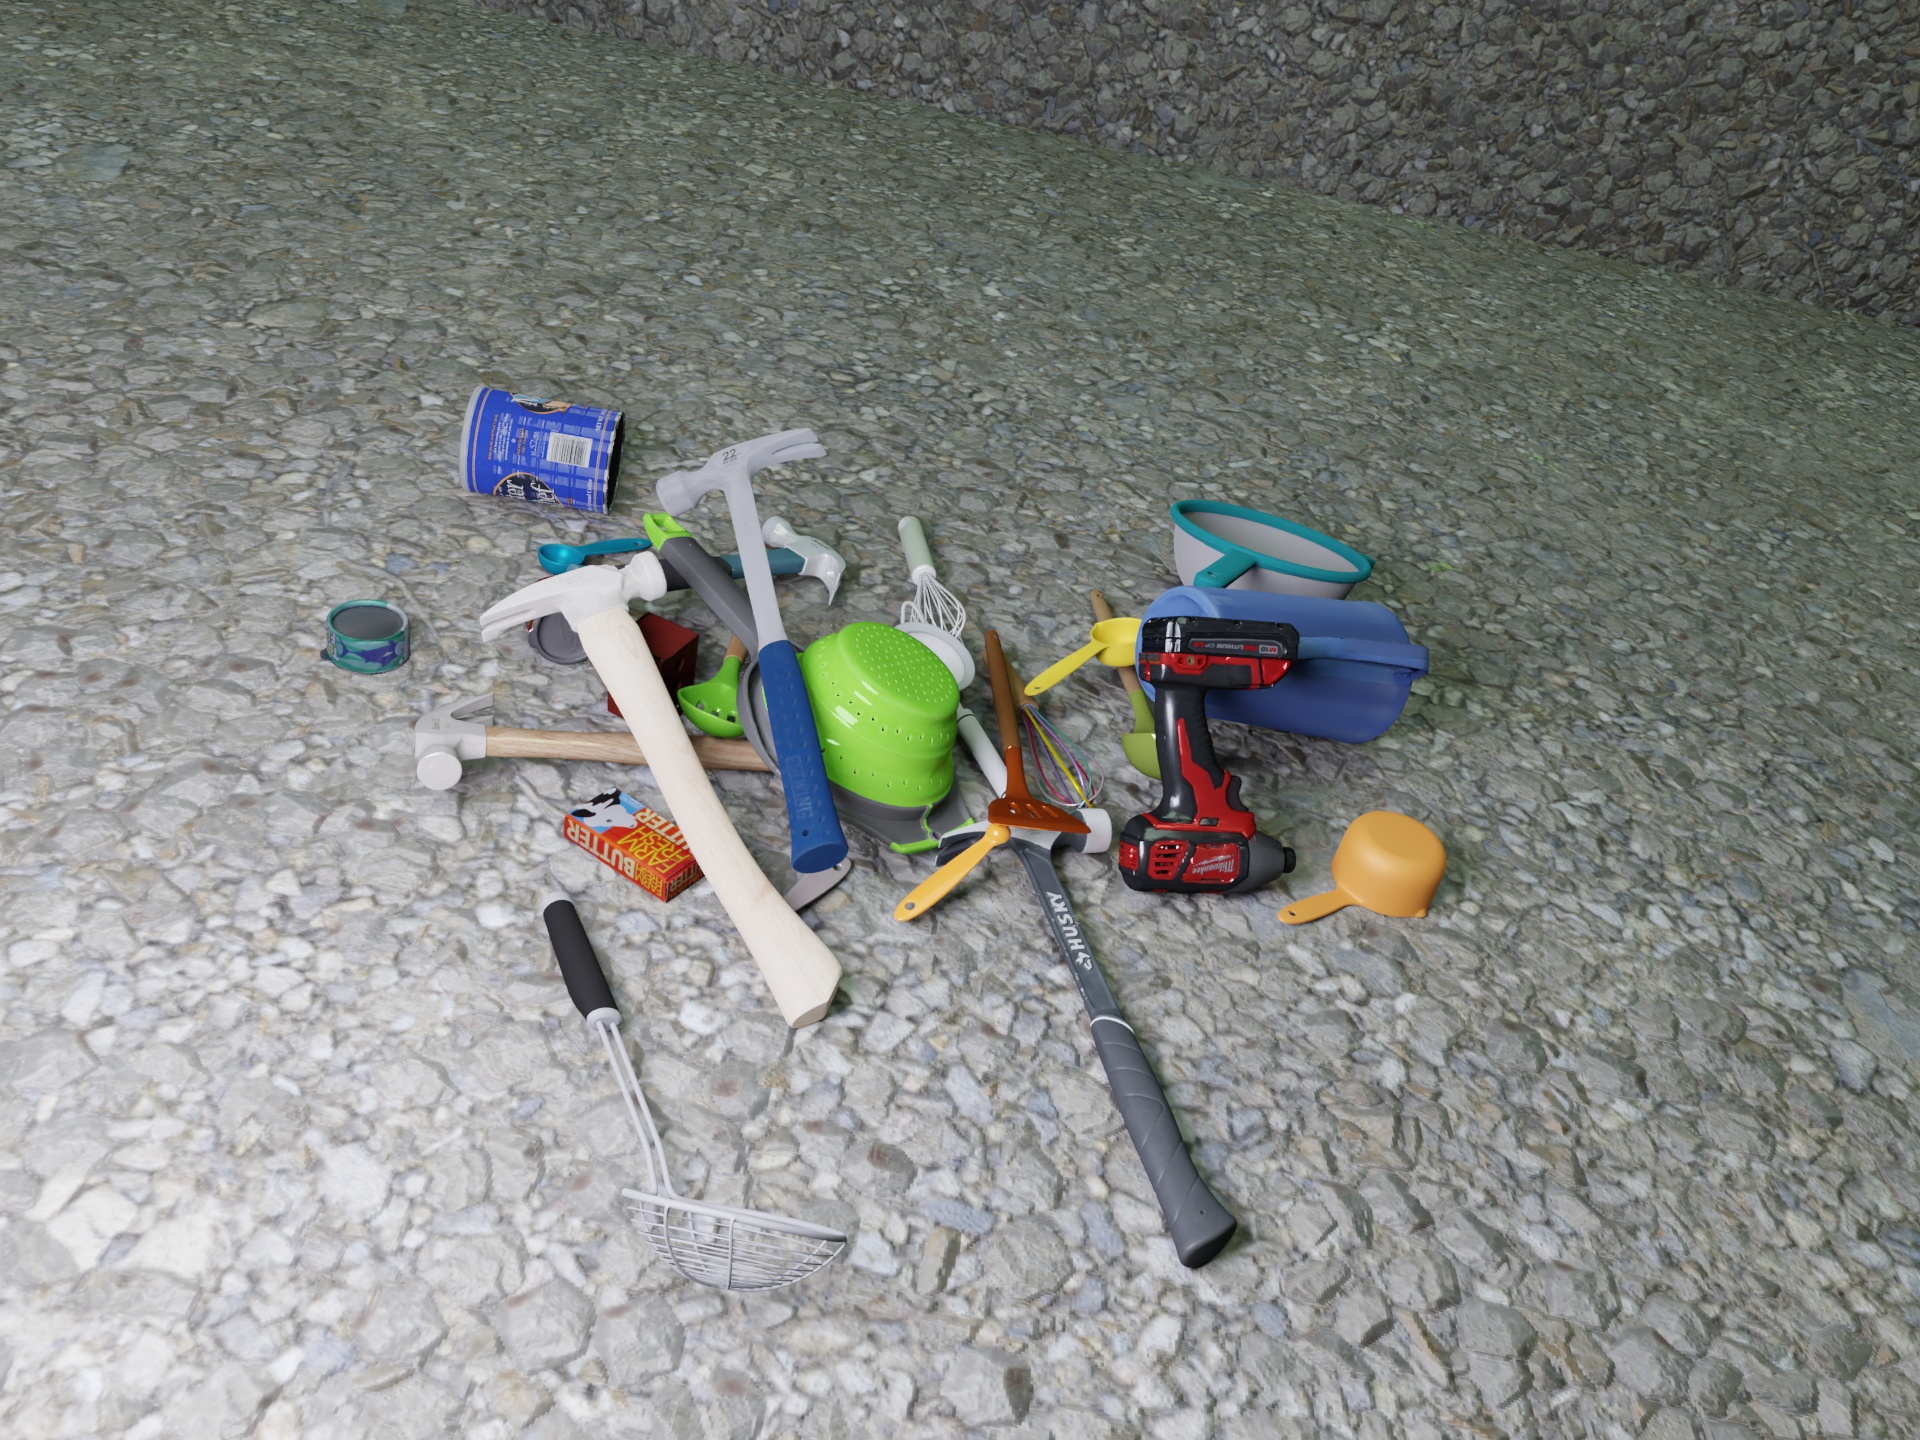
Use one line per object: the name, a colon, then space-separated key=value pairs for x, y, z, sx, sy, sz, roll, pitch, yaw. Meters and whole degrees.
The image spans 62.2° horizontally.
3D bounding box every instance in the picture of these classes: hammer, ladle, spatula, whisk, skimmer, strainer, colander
hammer: x=-0.255 y=0.022 z=1.250 sx=0.331 sy=0.031 sz=0.130 roll=3 pitch=20 yaw=-21
ladle: x=0.161 y=-0.048 z=1.483 sx=0.078 sy=0.062 sz=0.320 roll=3 pitch=34 yaw=-11
spatula: x=0.044 y=0.006 z=1.337 sx=0.081 sy=0.041 sz=0.323 roll=7 pitch=34 yaw=-10
whisk: x=-0.033 y=-0.137 z=1.556 sx=0.059 sy=0.058 sz=0.247 roll=37 pitch=21 yaw=-30
skimmer: x=-0.186 y=0.207 z=0.984 sx=0.127 sy=0.090 sz=0.364 roll=27 pitch=17 yaw=-43
hammer: x=0.097 y=0.204 z=1.129 sx=0.149 sy=0.036 sz=0.409 roll=-1 pitch=38 yaw=-18
strainer: x=-0.002 y=-0.004 z=1.382 sx=0.086 sy=0.050 sz=0.259 roll=-3 pitch=44 yaw=-31
colander: x=-0.121 y=-0.067 z=1.294 sx=0.397 sy=0.094 sz=0.204 roll=46 pitch=30 yaw=20
hammer: x=-0.210 y=0.048 z=1.159 sx=0.146 sy=0.038 sz=0.411 roll=-22 pitch=62 yaw=-22
strainer: x=0.277 y=-0.131 z=1.567 sx=0.211 sy=0.095 sz=0.340 roll=23 pitch=23 yaw=17
hammer: x=-0.226 y=-0.136 z=1.435 sx=0.128 sy=0.033 sz=0.331 roll=33 pitch=26 yaw=26
hammer: x=-0.140 y=-0.066 z=1.222 sx=0.144 sy=0.035 sz=0.406 roll=-23 pitch=55 yaw=9
whisk: x=0.067 y=0.007 z=1.395 sx=0.047 sy=0.051 sz=0.245 roll=18 pitch=25 yaw=-31

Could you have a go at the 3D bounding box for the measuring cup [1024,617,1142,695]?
measuring cup: x=0.114 y=-0.049 z=1.439 sx=0.156 sy=0.029 sz=0.062 roll=-33 pitch=37 yaw=-33

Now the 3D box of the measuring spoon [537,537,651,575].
measuring spoon: x=-0.343 y=-0.154 z=1.500 sx=0.042 sy=0.021 sz=0.128 roll=34 pitch=31 yaw=28

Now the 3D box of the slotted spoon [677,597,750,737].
slotted spoon: x=-0.190 y=-0.058 z=1.370 sx=0.070 sy=0.031 sz=0.314 roll=22 pitch=24 yaw=-9

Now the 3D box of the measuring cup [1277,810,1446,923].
measuring cup: x=0.326 y=0.124 z=1.299 sx=0.173 sy=0.052 sz=0.095 roll=-14 pitch=43 yaw=-36

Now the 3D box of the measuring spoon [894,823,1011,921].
measuring spoon: x=-0.006 y=0.111 z=1.192 sx=0.117 sy=0.011 sz=0.021 roll=-38 pitch=51 yaw=-24

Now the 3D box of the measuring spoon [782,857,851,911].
measuring spoon: x=-0.117 y=0.133 z=1.179 sx=0.034 sy=0.018 sz=0.124 roll=32 pitch=32 yaw=15

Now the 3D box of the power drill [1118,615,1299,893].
power drill: x=0.205 y=0.030 z=1.267 sx=0.143 sy=0.219 sz=0.078 roll=4 pitch=2 yaw=-13
